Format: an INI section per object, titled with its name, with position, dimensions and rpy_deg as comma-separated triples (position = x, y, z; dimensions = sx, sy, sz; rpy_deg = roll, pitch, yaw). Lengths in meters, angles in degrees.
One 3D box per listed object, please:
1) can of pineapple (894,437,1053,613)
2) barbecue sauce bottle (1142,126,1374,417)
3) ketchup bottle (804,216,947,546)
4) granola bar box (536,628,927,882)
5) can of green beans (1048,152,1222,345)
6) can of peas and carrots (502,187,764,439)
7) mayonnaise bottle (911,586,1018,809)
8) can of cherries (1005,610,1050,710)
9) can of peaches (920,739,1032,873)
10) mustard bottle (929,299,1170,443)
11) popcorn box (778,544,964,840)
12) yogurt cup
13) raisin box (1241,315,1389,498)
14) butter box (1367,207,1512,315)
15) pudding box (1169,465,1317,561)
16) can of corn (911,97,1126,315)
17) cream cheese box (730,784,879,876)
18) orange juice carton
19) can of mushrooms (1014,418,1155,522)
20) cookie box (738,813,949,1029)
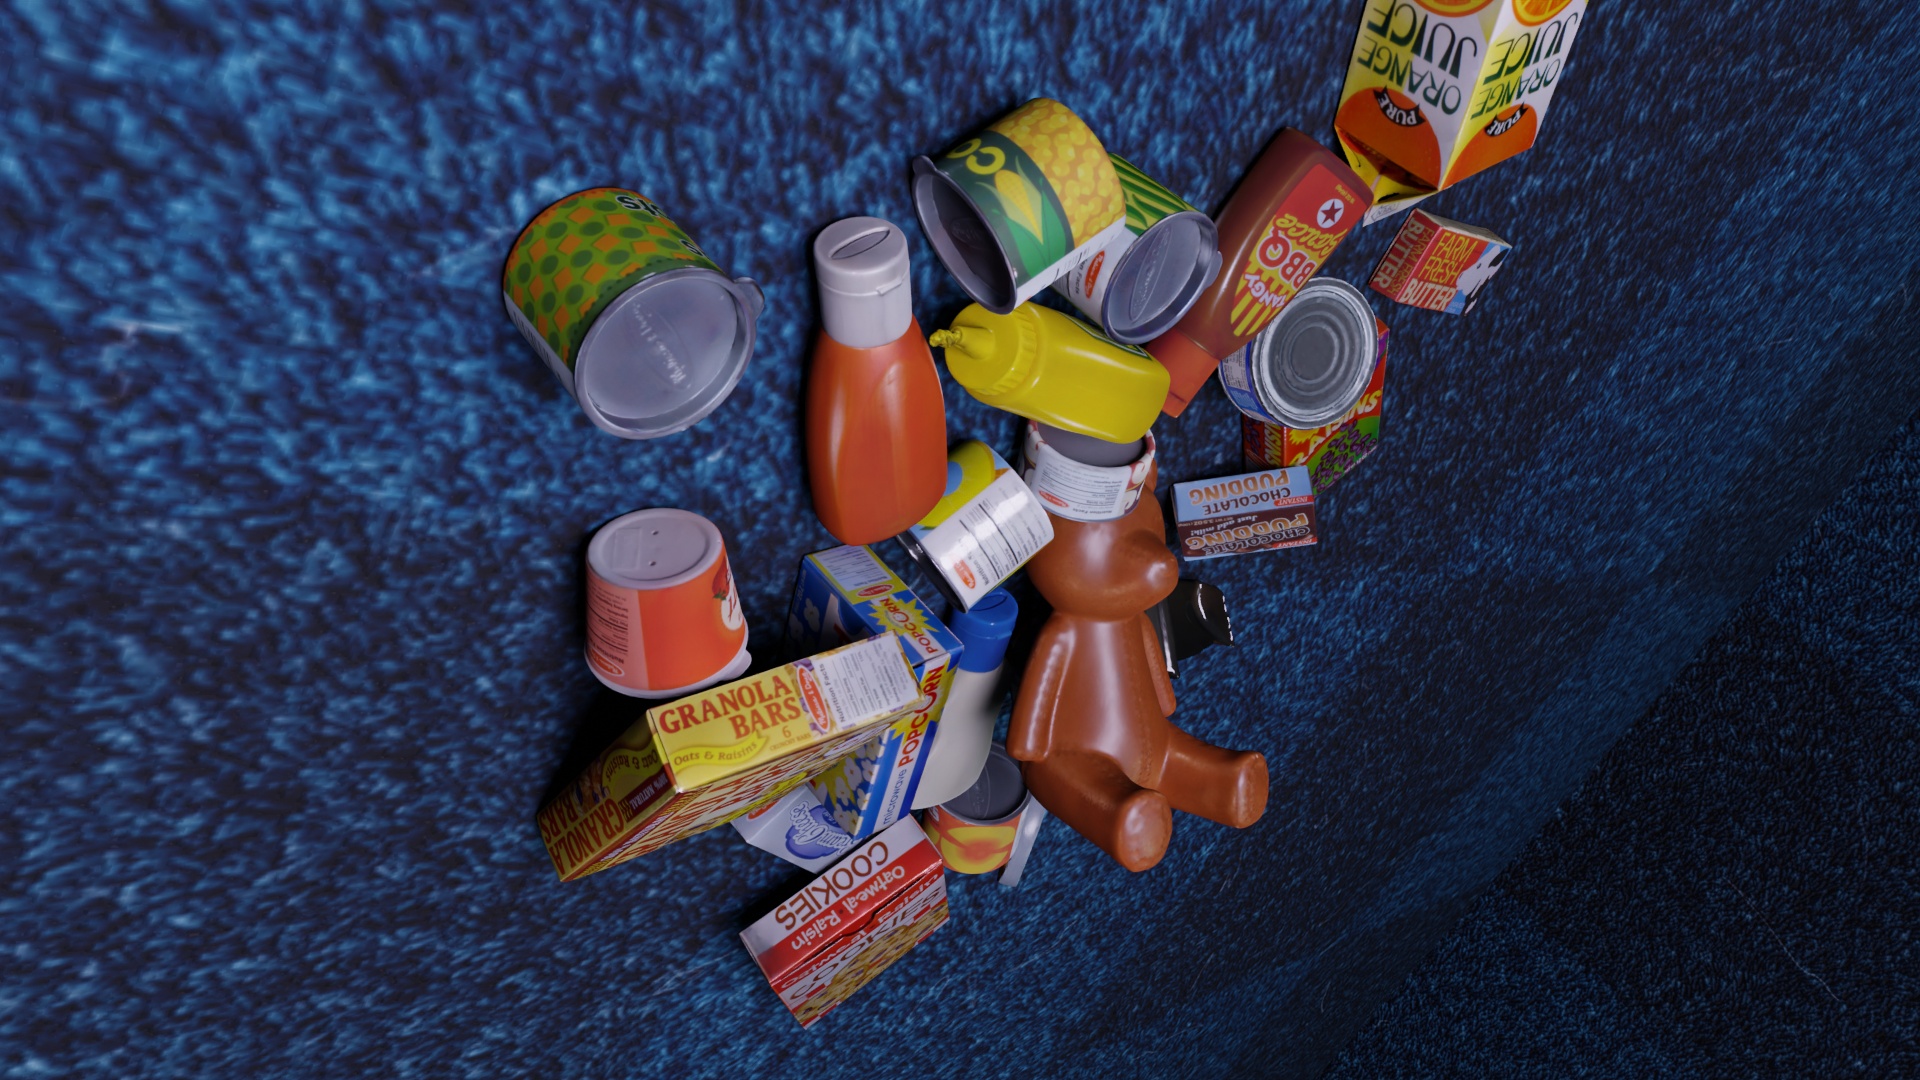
[can of pineapple]
position = 0.002, -0.008, 0.674
dimensions = 0.058, 0.071, 0.070
rpy_deg = -39, 147, -9
[barbecue sauce bottle]
position = 0.141, -0.131, 0.704
dimensions = 0.065, 0.044, 0.148
rpy_deg = 24, 109, -43
[ketchup bottle]
position = -0.037, -0.065, 0.584
dimensions = 0.065, 0.043, 0.148
rpy_deg = -32, 146, -24
[granola bar box]
position = -0.108, 0.101, 0.633
dimensions = 0.124, 0.039, 0.164
rpy_deg = -16, 165, -37
[can of green beans]
position = 0.070, -0.129, 0.615
dimensions = 0.071, 0.058, 0.071
rpy_deg = -29, 144, -23
[can of peas and carrots]
position = -0.111, -0.079, 0.471
dimensions = 0.071, 0.059, 0.070
rpy_deg = -29, 145, -23
[mayonnaise bottle]
position = -0.002, 0.090, 0.804
dimensions = 0.065, 0.041, 0.147
rpy_deg = -17, 137, -37
[can of cherries]
position = 0.062, 0.082, 0.844
dimensions = 0.072, 0.072, 0.058
rpy_deg = -34, 145, -16
[can of peaches]
position = 0.007, 0.168, 0.880
dimensions = 0.071, 0.071, 0.057
rpy_deg = -23, 143, -29
[mustard bottle]
position = 0.037, -0.079, 0.619
dimensions = 0.160, 0.065, 0.048
rpy_deg = 5, 113, -57
[popcorn box]
position = -0.051, 0.075, 0.688
dimensions = 0.038, 0.085, 0.126
rpy_deg = -17, 139, -38
[yogurt cup]
position = -0.123, 0.023, 0.571
dimensions = 0.073, 0.072, 0.053
rpy_deg = -24, 134, -29
[raisin box]
position = 0.217, -0.079, 0.854
dimensions = 0.086, 0.040, 0.123
rpy_deg = -36, 148, -11
[butter box]
position = 0.295, -0.169, 0.851
dimensions = 0.104, 0.024, 0.053
rpy_deg = -3, 129, -47
[pudding box]
position = 0.173, -0.016, 0.848
dimensions = 0.084, 0.030, 0.049
rpy_deg = -7, 149, 11
[can of corn]
position = 0.022, -0.135, 0.551
dimensions = 0.058, 0.071, 0.071
rpy_deg = -36, 147, -14
[cream cheese box]
position = -0.086, 0.161, 0.806
dimensions = 0.053, 0.024, 0.103
rpy_deg = -42, 148, 0
[orange juice carton]
position = 0.241, -0.240, 0.664
dimensions = 0.072, 0.073, 0.191
rpy_deg = -27, 145, -25
[can of mushrooms]
position = 0.063, -0.044, 0.700
dimensions = 0.071, 0.071, 0.033
rpy_deg = -20, 140, -33
[cookie box]
position = -0.067, 0.246, 0.882
dimensions = 0.123, 0.040, 0.166
rpy_deg = -34, 157, -16
